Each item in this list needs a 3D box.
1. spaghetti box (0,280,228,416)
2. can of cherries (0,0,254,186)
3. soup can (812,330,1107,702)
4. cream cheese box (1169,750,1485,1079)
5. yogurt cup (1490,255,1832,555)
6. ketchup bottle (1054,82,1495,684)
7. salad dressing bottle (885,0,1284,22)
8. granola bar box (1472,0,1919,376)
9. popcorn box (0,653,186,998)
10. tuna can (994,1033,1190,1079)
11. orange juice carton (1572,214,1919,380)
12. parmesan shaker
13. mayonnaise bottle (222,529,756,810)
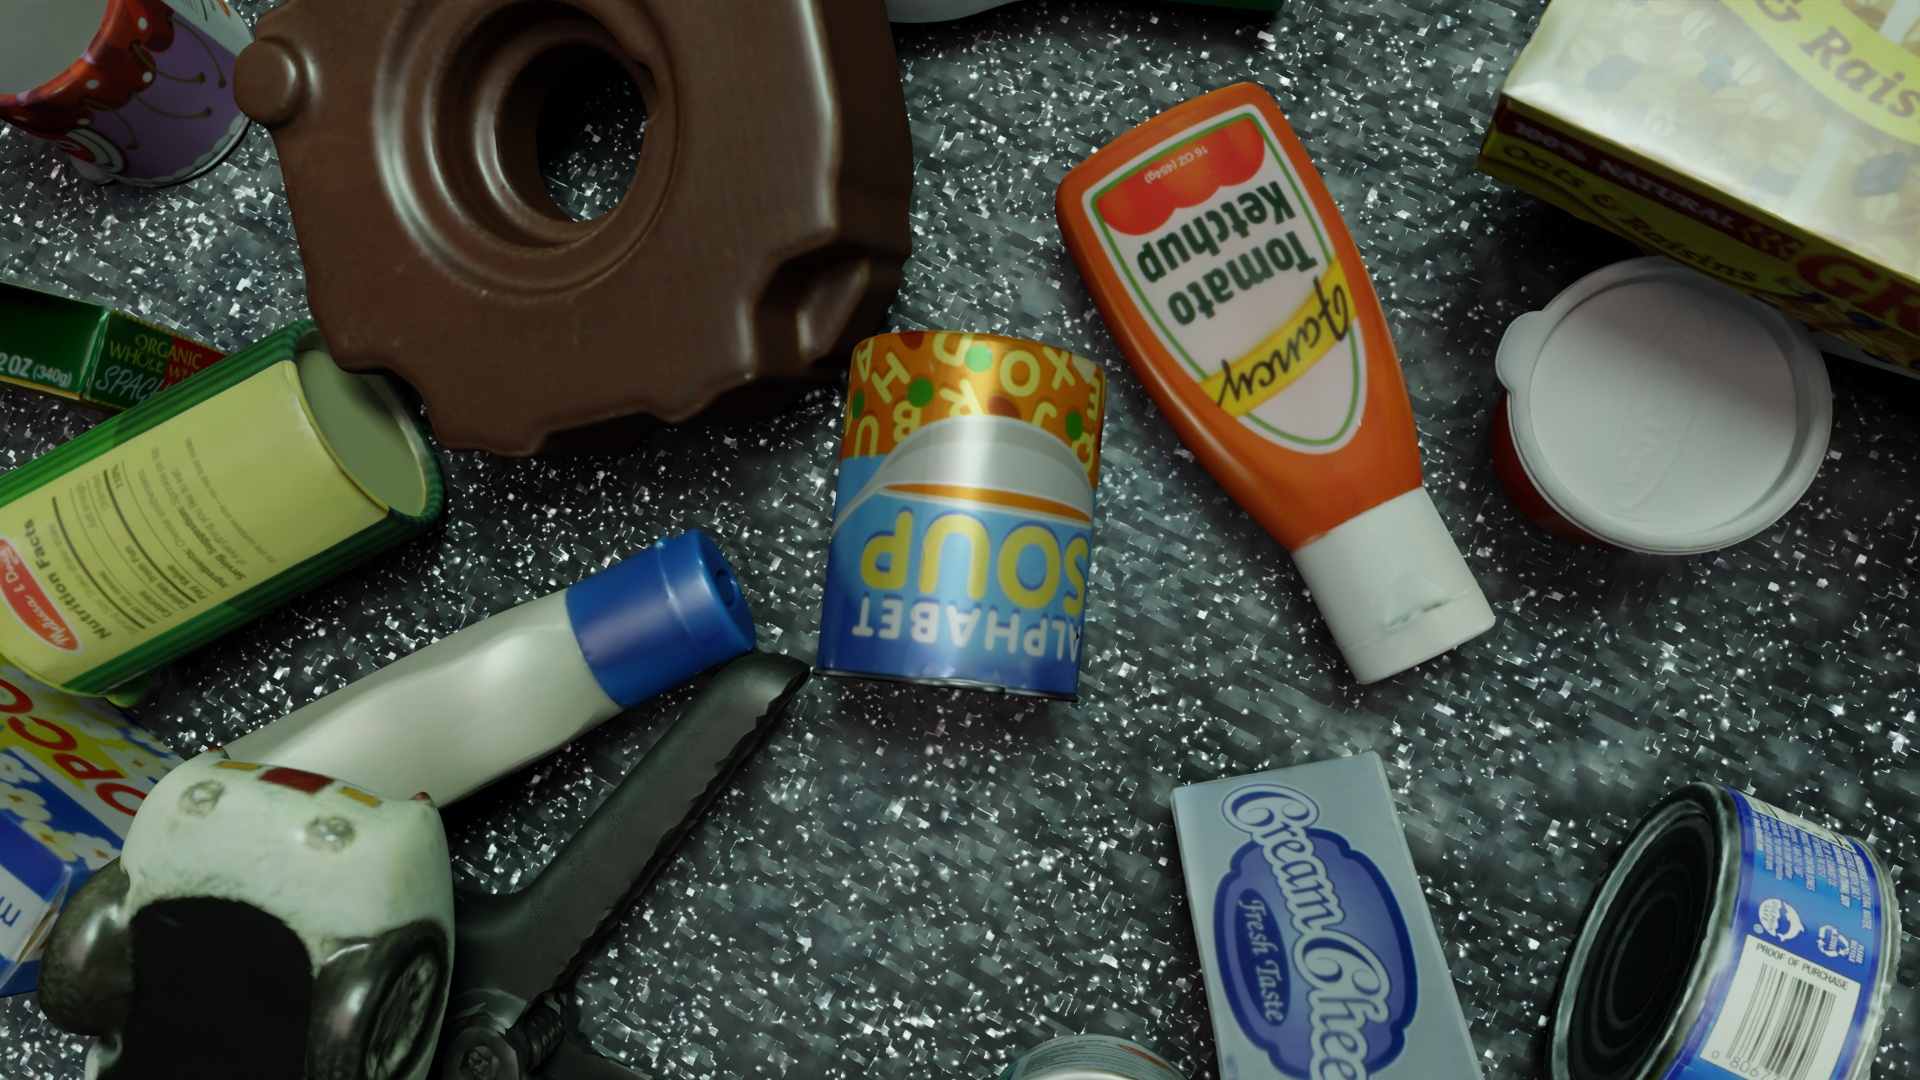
[{"bbox_3d":[-0.346,-0.075,0.417,0.250,0.050,0.029,13,84,10],"label":"spaghetti box"},{"bbox_3d":[-0.255,-0.143,0.408,0.071,0.058,0.071,-1,83,8],"label":"can of cherries"},{"bbox_3d":[0.001,-0.004,0.345,0.071,0.071,0.084,5,84,9],"label":"soup can"},{"bbox_3d":[0.081,0.097,0.314,0.053,0.024,0.104,-12,40,8],"label":"cream cheese box"},{"bbox_3d":[0.161,-0.028,0.333,0.072,0.054,0.072,-1,83,9],"label":"yogurt cup"},{"bbox_3d":[0.082,-0.038,0.351,0.065,0.043,0.149,-27,81,5],"label":"ketchup bottle"},{"bbox_3d":[0.016,-0.171,0.377,0.148,0.044,0.064,10,88,10],"label":"salad dressing bottle"},{"bbox_3d":[0.207,-0.095,0.267,0.166,0.039,0.124,30,89,13],"label":"granola bar box"},{"bbox_3d":[-0.257,0.065,0.369,0.127,0.085,0.038,32,88,11],"label":"popcorn box"},{"bbox_3d":[0.032,0.161,0.340,0.071,0.033,0.071,-1,83,9],"label":"tuna can"},{"bbox_3d":[0.246,-0.077,0.316,0.193,0.073,0.072,21,87,11],"label":"orange juice carton"},{"bbox_3d":[-0.203,-0.007,0.381,0.103,0.071,0.071,-26,80,4],"label":"parmesan shaker"},{"bbox_3d":[-0.127,0.045,0.365,0.148,0.065,0.041,-25,98,1],"label":"mayonnaise bottle"}]
